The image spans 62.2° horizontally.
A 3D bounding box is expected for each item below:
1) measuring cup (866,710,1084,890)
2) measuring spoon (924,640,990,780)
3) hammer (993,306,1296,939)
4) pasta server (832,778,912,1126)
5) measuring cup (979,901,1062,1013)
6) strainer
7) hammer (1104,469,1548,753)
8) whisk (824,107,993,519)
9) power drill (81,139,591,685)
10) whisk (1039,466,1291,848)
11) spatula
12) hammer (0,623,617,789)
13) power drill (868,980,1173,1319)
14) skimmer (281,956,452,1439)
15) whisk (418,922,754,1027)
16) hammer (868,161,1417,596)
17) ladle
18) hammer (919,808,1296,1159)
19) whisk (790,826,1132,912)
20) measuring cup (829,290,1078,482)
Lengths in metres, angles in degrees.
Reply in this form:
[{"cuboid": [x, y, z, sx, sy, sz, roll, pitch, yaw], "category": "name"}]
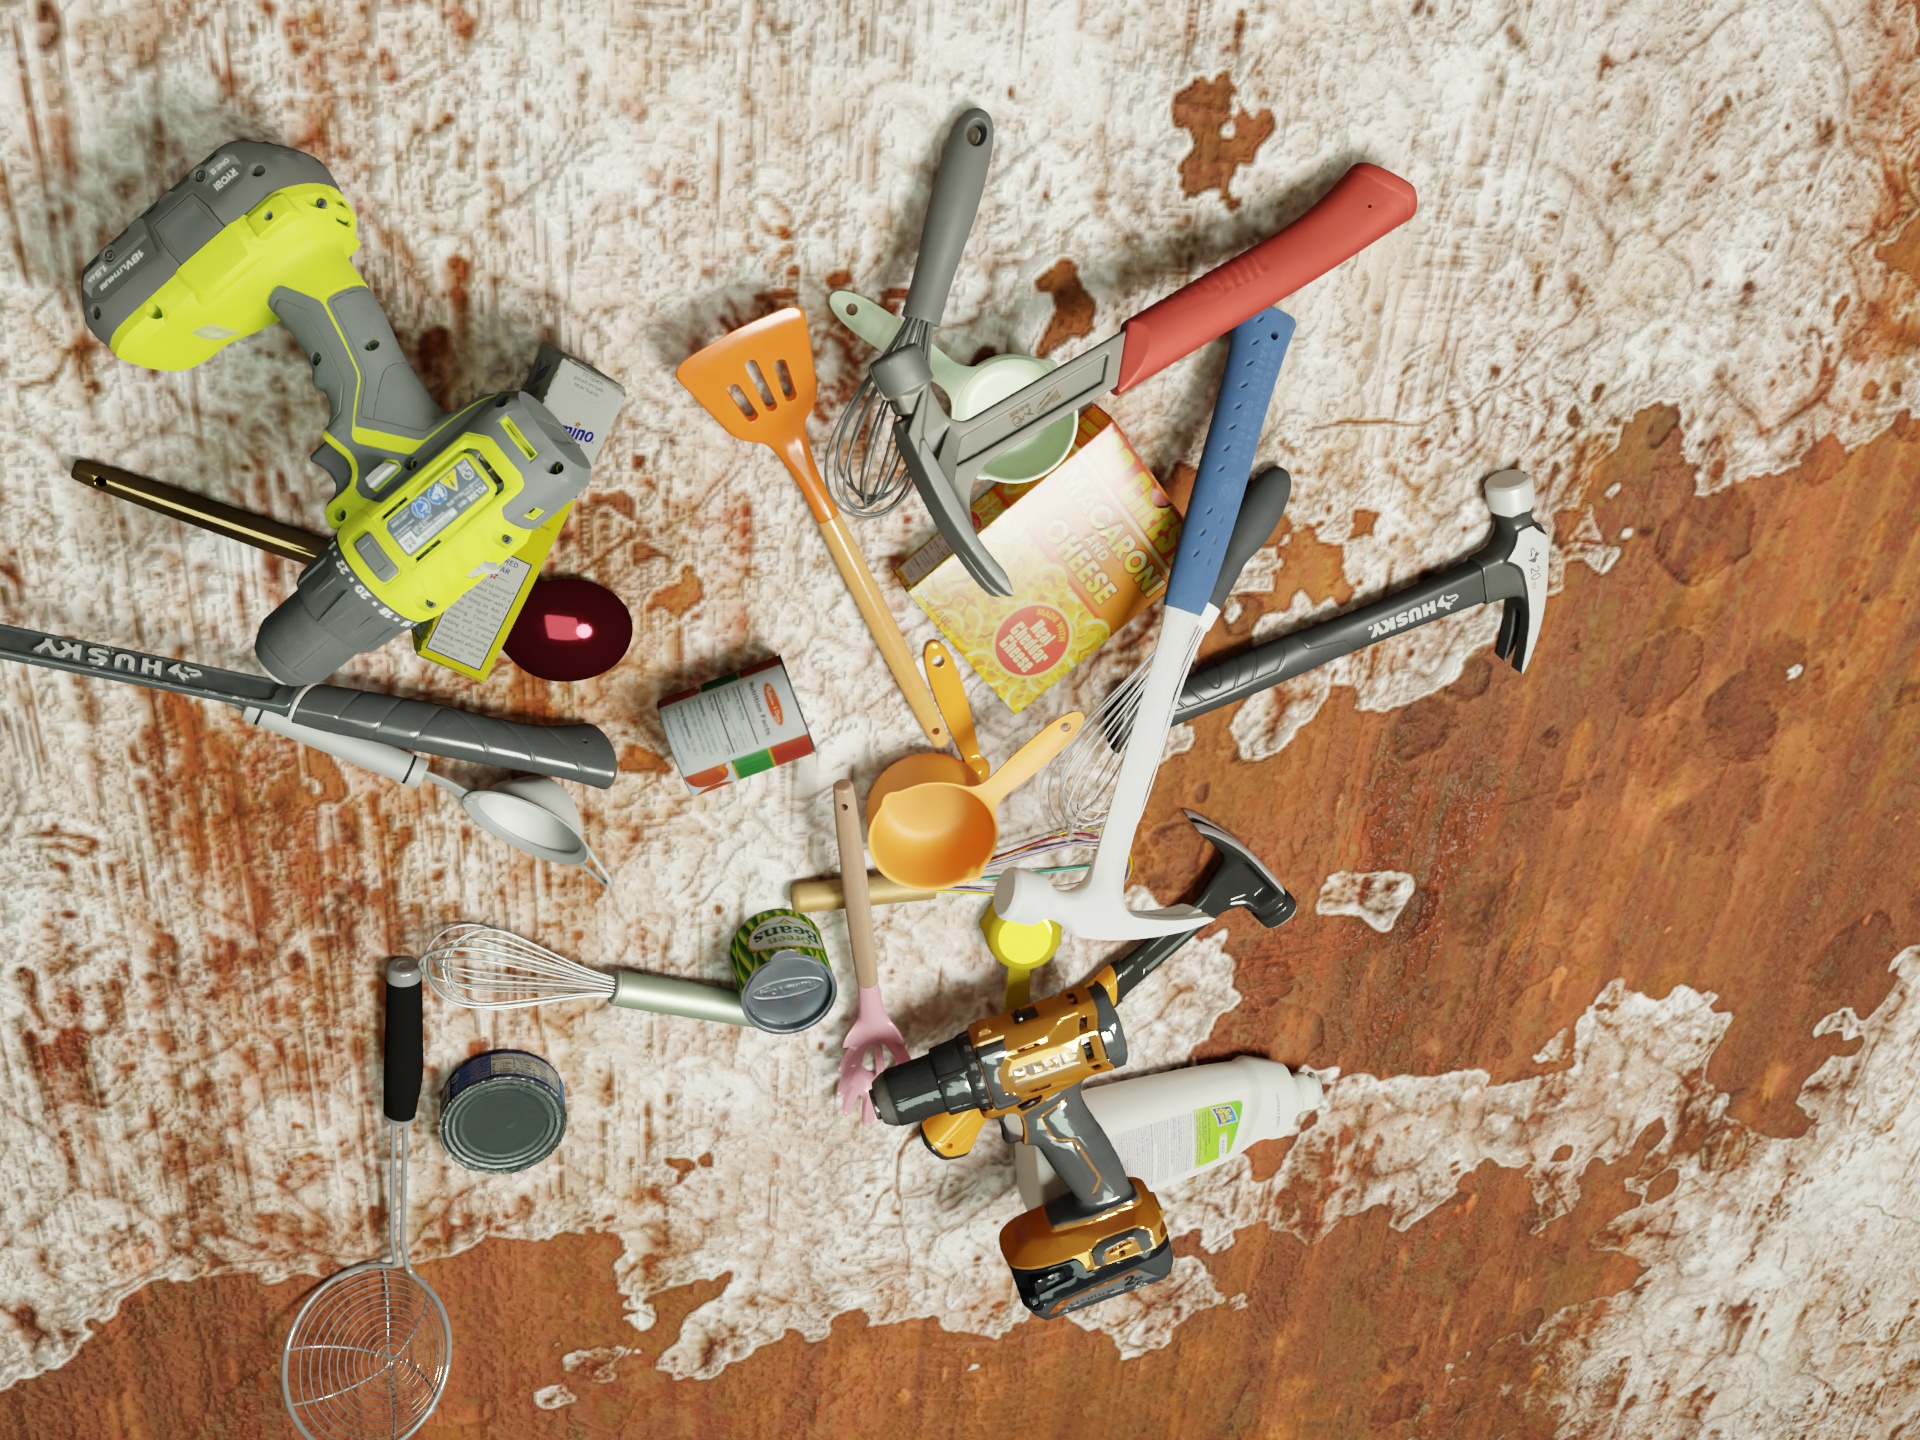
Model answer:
[{"cuboid": [0.011, 0.039, 1.065, 0.173, 0.052, 0.095, -40, 117, 13], "category": "measuring cup"}, {"cuboid": [-0.002, -0.003, 1.071, 0.021, 0.011, 0.116, -22, 121, -5], "category": "measuring spoon"}, {"cuboid": [0.140, -0.057, 0.997, 0.144, 0.035, 0.405, 15, 93, -23], "category": "hammer"}, {"cuboid": [-0.067, 0.168, 1.103, 0.060, 0.040, 0.316, -3, 129, 1], "category": "pasta server"}, {"cuboid": [0.043, 0.201, 1.160, 0.062, 0.029, 0.156, 2, 101, -4], "category": "measuring cup"}, {"cuboid": [-0.325, 0.032, 0.974, 0.258, 0.050, 0.087, 25, 151, -22], "category": "strainer"}, {"cuboid": [0.257, -0.050, 1.113, 0.335, 0.035, 0.146, -22, 121, -5], "category": "hammer"}, {"cuboid": [-0.025, -0.230, 0.906, 0.055, 0.055, 0.239, 14, 97, -23], "category": "whisk"}, {"cuboid": [-0.323, -0.148, 0.794, 0.190, 0.080, 0.228, -38, 90, 7], "category": "power drill"}, {"cuboid": [0.142, -0.042, 1.049, 0.070, 0.070, 0.284, 30, 91, -28], "category": "whisk"}, {"cuboid": [-0.071, -0.103, 0.981, 0.081, 0.041, 0.322, -28, 123, -2], "category": "spatula"}, {"cuboid": [-0.388, -0.012, 0.892, 0.408, 0.149, 0.036, 14, 128, -31], "category": "hammer"}, {"cuboid": [0.047, 0.316, 1.153, 0.185, 0.084, 0.226, -18, 107, -4], "category": "power drill"}, {"cuboid": [-0.401, 0.334, 1.083, 0.127, 0.090, 0.363, 16, 113, 14], "category": "skimmer"}, {"cuboid": [-0.243, 0.181, 1.080, 0.246, 0.058, 0.059, 15, 142, -27], "category": "whisk"}, {"cuboid": [0.127, -0.219, 0.925, 0.359, 0.037, 0.149, -32, 105, -16], "category": "hammer"}, {"cuboid": [-0.339, -0.088, 0.915, 0.315, 0.031, 0.069, 19, 108, -23], "category": "ladle"}, {"cuboid": [0.094, 0.212, 1.203, 0.337, 0.034, 0.127, -43, 122, 8], "category": "hammer"}, {"cuboid": [0.002, 0.109, 1.122, 0.245, 0.051, 0.047, -5, 98, -10], "category": "whisk"}, {"cuboid": [-0.006, -0.208, 0.954, 0.167, 0.038, 0.083, 32, 102, -11], "category": "measuring cup"}]
